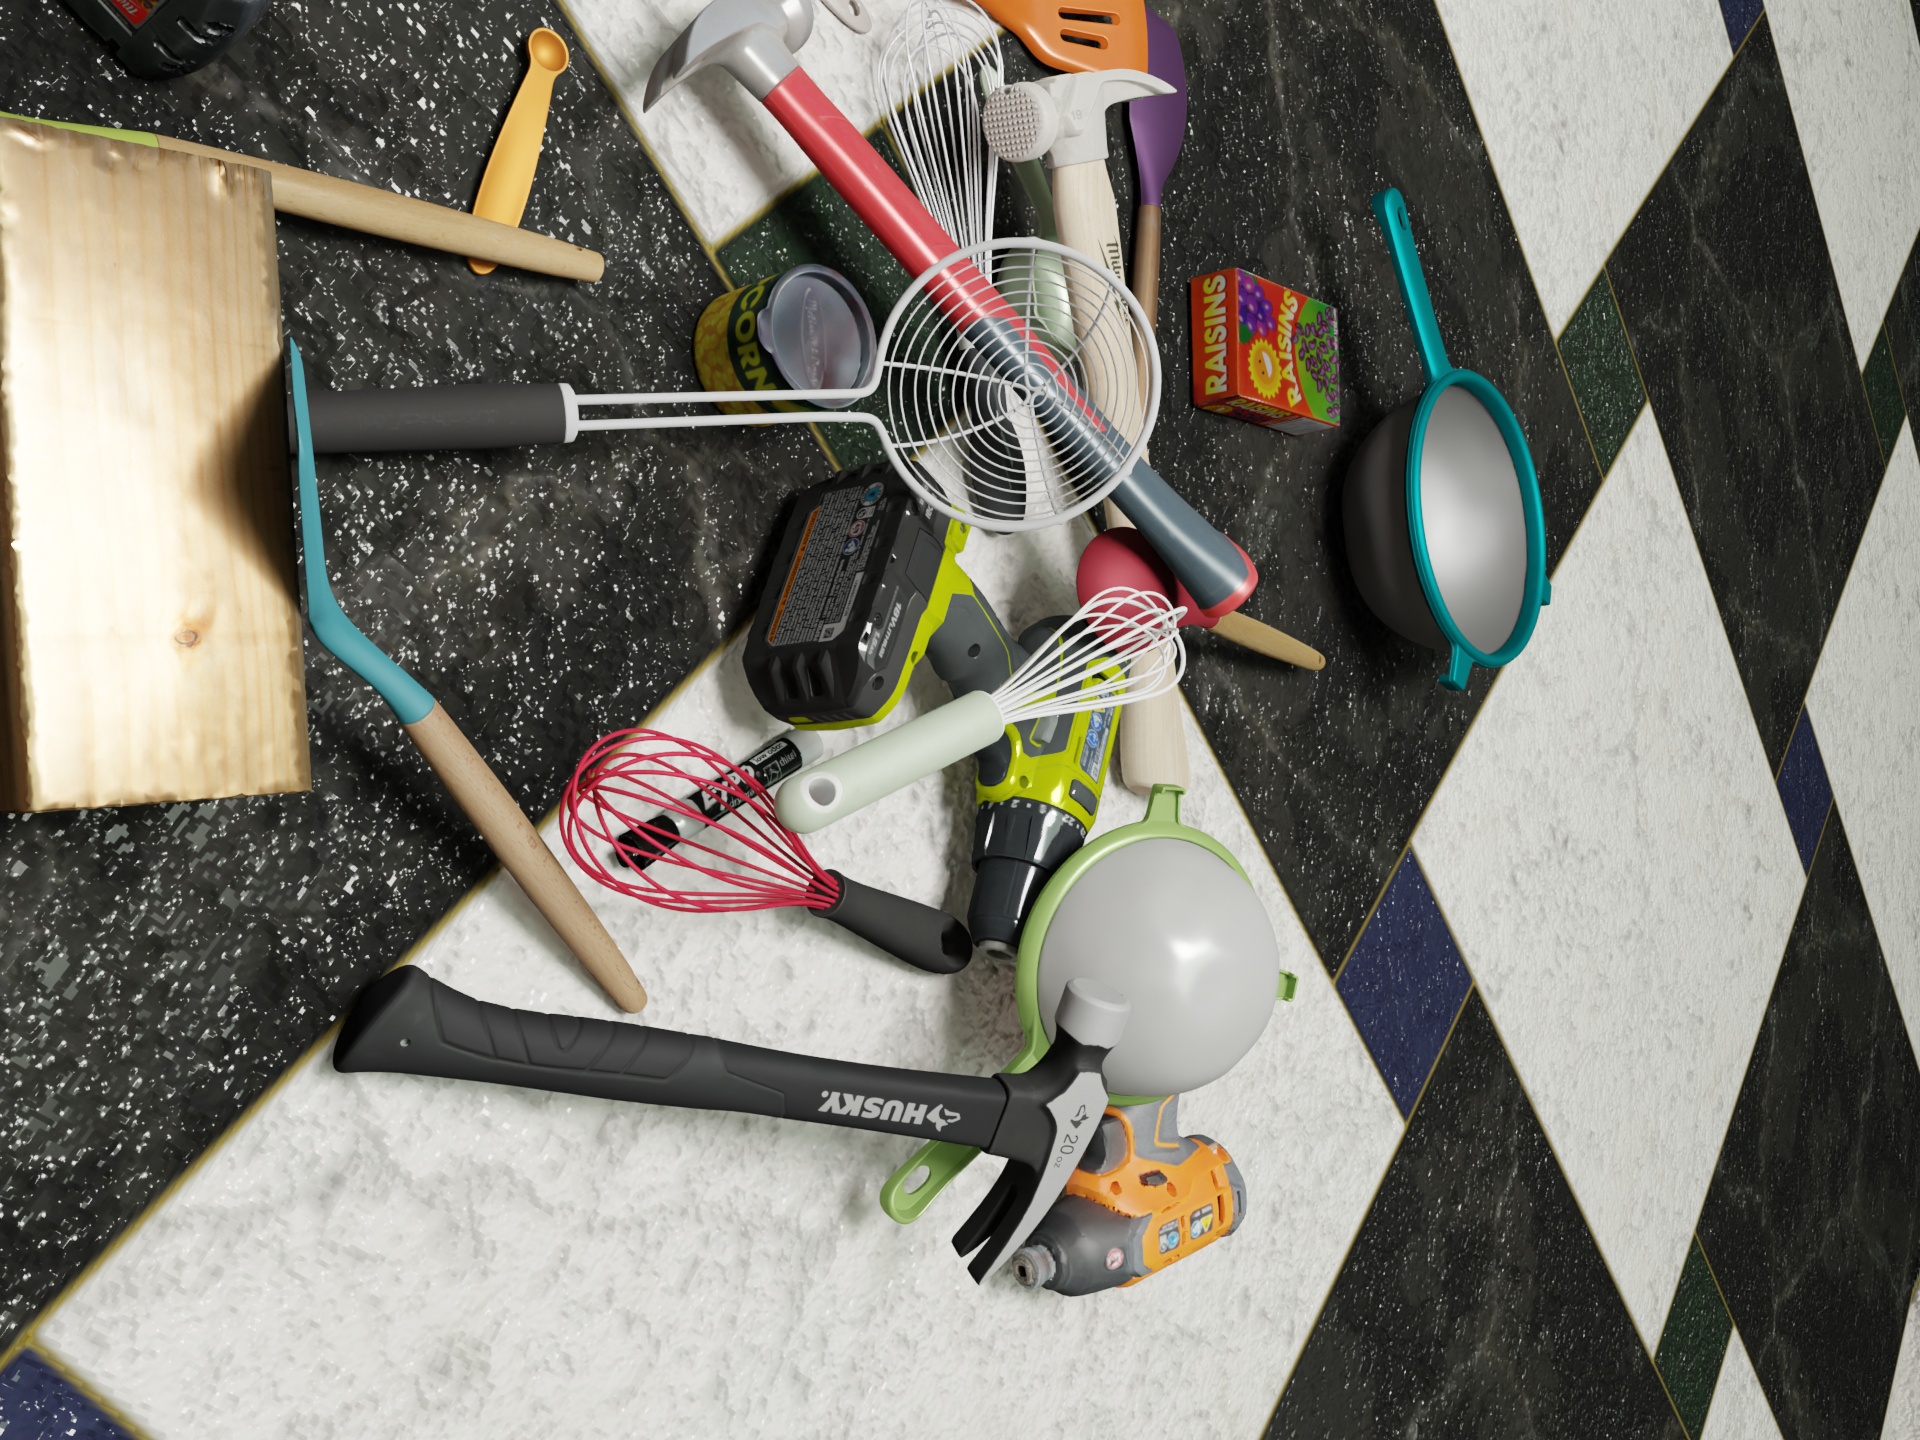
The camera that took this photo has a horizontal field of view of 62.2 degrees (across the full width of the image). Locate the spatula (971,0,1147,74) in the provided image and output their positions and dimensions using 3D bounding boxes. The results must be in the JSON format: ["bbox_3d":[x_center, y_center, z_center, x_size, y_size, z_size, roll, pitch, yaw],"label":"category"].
[{"bbox_3d":[-0.007,-0.404,0.847,0.322,0.041,0.081,-8,93,-49],"label":"spatula"}]

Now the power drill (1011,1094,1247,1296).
[{"bbox_3d":[0.086,0.202,0.885,0.164,0.084,0.226,-8,97,-43],"label":"power drill"}]

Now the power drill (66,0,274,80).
[{"bbox_3d":[-0.238,-0.335,0.596,0.187,0.080,0.227,50,52,-31],"label":"power drill"}]

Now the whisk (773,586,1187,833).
[{"bbox_3d":[0.017,-0.005,0.722,0.246,0.059,0.058,-26,82,-34],"label":"whisk"}]

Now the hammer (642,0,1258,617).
[{"bbox_3d":[0.012,-0.185,0.772,0.386,0.038,0.143,45,35,-18],"label":"hammer"}]

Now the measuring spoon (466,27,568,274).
[{"bbox_3d":[-0.192,-0.244,0.682,0.021,0.011,0.117,24,74,-42],"label":"measuring spoon"}]

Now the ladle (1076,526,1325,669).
[{"bbox_3d":[0.159,-0.057,0.953,0.315,0.031,0.069,12,81,-56],"label":"ladle"}]

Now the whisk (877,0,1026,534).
[{"bbox_3d":[0.004,-0.240,0.850,0.070,0.070,0.284,-20,106,-44],"label":"whisk"}]

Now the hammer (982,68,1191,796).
[{"bbox_3d":[0.097,-0.151,0.907,0.146,0.038,0.410,-33,120,-47],"label":"hammer"}]

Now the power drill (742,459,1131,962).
[{"bbox_3d":[-0.001,-0.003,0.798,0.228,0.080,0.191,42,55,-42],"label":"power drill"}]

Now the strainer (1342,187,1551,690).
[{"bbox_3d":[0.315,-0.197,1.132,0.211,0.095,0.340,-33,108,-44],"label":"strainer"}]

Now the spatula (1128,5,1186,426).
[{"bbox_3d":[0.117,-0.293,0.990,0.059,0.018,0.316,15,76,-45],"label":"spatula"}]

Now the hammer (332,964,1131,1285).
[{"bbox_3d":[-0.090,0.158,0.676,0.334,0.035,0.146,15,101,-26],"label":"hammer"}]

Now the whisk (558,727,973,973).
[{"bbox_3d":[-0.073,0.073,0.729,0.295,0.073,0.073,34,64,-52],"label":"whisk"}]

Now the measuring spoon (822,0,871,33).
[{"bbox_3d":[-0.082,-0.394,0.795,0.124,0.018,0.034,39,61,-38],"label":"measuring spoon"}]

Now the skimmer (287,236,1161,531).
[{"bbox_3d":[-0.093,-0.131,0.644,0.363,0.090,0.127,-8,96,-27],"label":"skimmer"}]

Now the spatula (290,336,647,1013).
[{"bbox_3d":[-0.182,0.010,0.603,0.044,0.082,0.317,-27,130,-5],"label":"spatula"}]

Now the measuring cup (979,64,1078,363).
[{"bbox_3d":[0.035,-0.280,0.894,0.083,0.038,0.167,-39,113,-39],"label":"measuring cup"}]

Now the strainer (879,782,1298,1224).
[{"bbox_3d":[0.069,0.161,0.783,0.256,0.069,0.151,-40,112,-18],"label":"strainer"}]

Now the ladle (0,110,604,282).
[{"bbox_3d":[-0.261,-0.208,0.573,0.320,0.078,0.062,0,127,-48],"label":"ladle"}]
